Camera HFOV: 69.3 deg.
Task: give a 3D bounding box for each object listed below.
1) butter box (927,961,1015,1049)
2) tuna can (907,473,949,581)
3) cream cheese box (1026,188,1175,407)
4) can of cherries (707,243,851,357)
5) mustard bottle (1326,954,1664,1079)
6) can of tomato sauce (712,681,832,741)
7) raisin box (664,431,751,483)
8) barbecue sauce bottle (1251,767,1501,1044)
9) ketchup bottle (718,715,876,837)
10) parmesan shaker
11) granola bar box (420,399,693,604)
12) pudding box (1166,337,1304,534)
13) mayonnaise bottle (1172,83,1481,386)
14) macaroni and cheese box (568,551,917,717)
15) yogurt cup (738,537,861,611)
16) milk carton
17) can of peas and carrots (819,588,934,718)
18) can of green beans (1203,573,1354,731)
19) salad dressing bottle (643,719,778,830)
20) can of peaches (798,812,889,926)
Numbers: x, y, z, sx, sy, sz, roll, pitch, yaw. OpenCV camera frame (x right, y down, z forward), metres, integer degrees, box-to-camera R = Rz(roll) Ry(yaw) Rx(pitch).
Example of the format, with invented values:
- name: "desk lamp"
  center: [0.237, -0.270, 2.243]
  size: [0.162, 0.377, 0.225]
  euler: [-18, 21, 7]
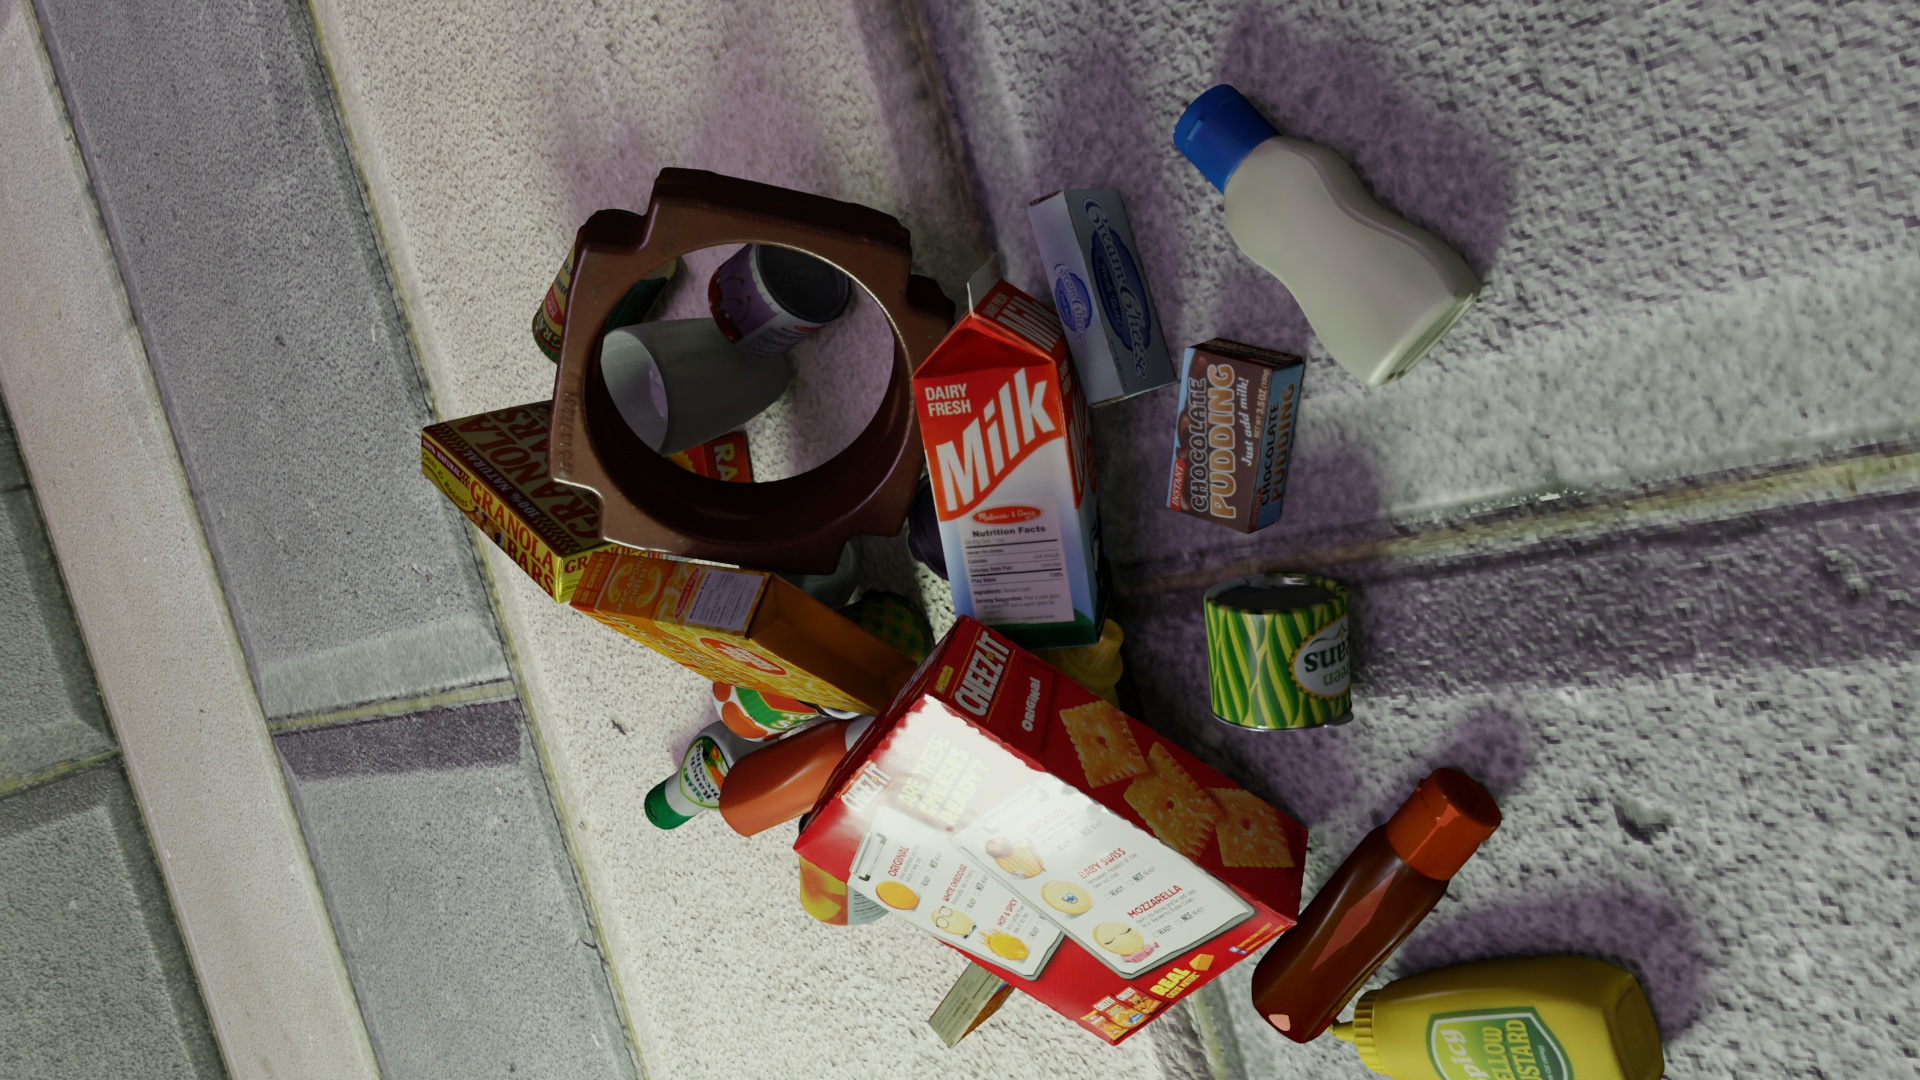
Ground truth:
- name: "butter box"
  center: [0.021, 0.269, 0.858]
  size: [0.024, 0.053, 0.103]
  euler: [44, 130, 20]
- name: "tuna can"
  center: [0.003, -0.010, 0.795]
  size: [0.071, 0.033, 0.070]
  euler: [16, 114, 39]
- name: "cream cheese box"
  center: [0.070, -0.120, 0.680]
  size: [0.024, 0.053, 0.103]
  euler: [-15, 94, 38]
- name: "can of cherries"
  center: [-0.109, -0.152, 0.831]
  size: [0.058, 0.072, 0.071]
  euler: [-24, 87, 46]
- name: "mustard bottle"
  center: [0.235, 0.230, 0.645]
  size: [0.159, 0.049, 0.065]
  euler: [-21, 88, 45]
- name: "can of tomato sauce"
  center: [-0.115, 0.093, 0.918]
  size: [0.082, 0.071, 0.071]
  euler: [-32, 82, 45]
- name: "raisin box"
  center: [-0.196, -0.033, 0.972]
  size: [0.123, 0.040, 0.086]
  euler: [6, 107, 44]
- name: "barbecue sauce bottle"
  center: [0.195, 0.171, 0.657]
  size: [0.044, 0.065, 0.147]
  euler: [37, 118, 15]
- name: "ketchup bottle"
  center: [-0.090, 0.146, 0.908]
  size: [0.148, 0.065, 0.043]
  euler: [-26, 113, 31]
- name: "parmesan shaker"
  center: [-0.245, -0.172, 0.953]
  size: [0.102, 0.071, 0.071]
  euler: [-44, 73, 42]
- name: "granola bar box"
  center: [-0.254, -0.034, 0.909]
  size: [0.166, 0.125, 0.038]
  euler: [36, 127, 30]
- name: "pudding box"
  center: [0.130, -0.051, 0.664]
  size: [0.050, 0.030, 0.083]
  euler: [22, 118, 38]
- name: "mayonnaise bottle"
  center: [0.153, -0.138, 0.606]
  size: [0.148, 0.041, 0.064]
  euler: [52, 131, 19]
- name: "macaroni and cheese box"
  center: [-0.126, 0.053, 0.796]
  size: [0.166, 0.123, 0.040]
  euler: [6, 67, 43]
- name: "yogurt cup"
  center: [-0.105, 0.014, 0.885]
  size: [0.054, 0.072, 0.072]
  euler: [25, 121, 45]
- name: "milk carton"
  center: [0.026, -0.045, 0.701]
  size: [0.073, 0.073, 0.189]
  euler: [-5, 111, 15]
- name: "can of peas and carrots"
  center: [-0.061, 0.069, 0.863]
  size: [0.071, 0.059, 0.070]
  euler: [16, 114, 39]
- name: "can of green beans"
  center: [0.149, 0.051, 0.654]
  size: [0.071, 0.071, 0.057]
  euler: [7, 108, 42]
- name: "salad dressing bottle"
  center: [-0.188, 0.177, 1.031]
  size: [0.147, 0.044, 0.064]
  euler: [-37, 77, 44]
- name: "can of peaches"
  center: [-0.075, 0.212, 0.921]
  size: [0.071, 0.071, 0.057]
  euler: [18, 117, 38]
